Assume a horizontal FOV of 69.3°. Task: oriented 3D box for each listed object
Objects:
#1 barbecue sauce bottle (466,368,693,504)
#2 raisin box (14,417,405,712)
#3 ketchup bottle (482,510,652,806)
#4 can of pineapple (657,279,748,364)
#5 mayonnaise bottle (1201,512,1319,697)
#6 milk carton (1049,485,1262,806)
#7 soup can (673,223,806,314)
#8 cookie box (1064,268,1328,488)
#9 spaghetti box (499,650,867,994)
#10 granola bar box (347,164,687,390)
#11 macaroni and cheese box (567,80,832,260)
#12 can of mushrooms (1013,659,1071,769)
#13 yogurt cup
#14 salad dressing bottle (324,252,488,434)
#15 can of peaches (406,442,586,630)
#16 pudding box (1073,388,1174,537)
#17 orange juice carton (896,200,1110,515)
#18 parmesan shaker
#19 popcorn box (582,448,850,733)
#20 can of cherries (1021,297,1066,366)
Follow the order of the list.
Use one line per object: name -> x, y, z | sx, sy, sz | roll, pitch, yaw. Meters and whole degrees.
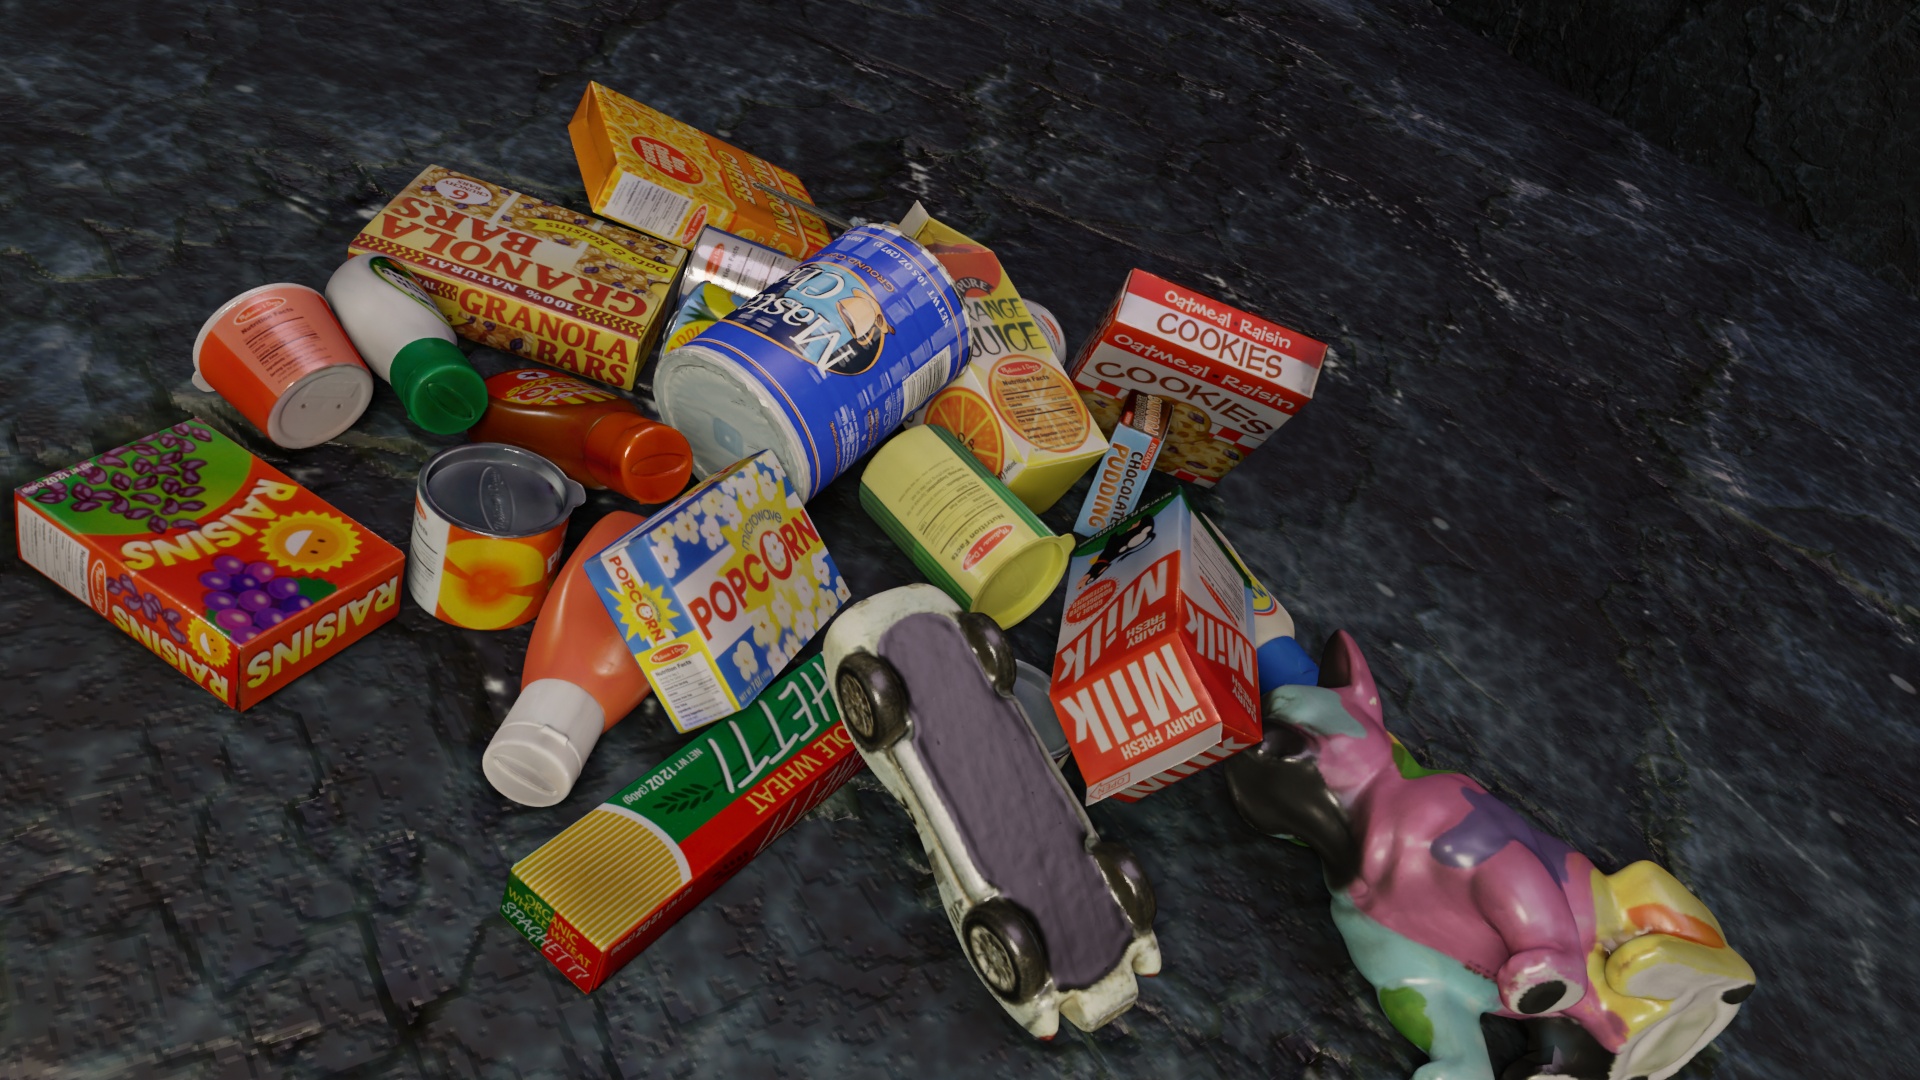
barbecue sauce bottle -> -0.182, -0.051, 0.671 | 0.065, 0.043, 0.148 | -14, 23, -39
raisin box -> -0.309, 0.007, 0.577 | 0.123, 0.039, 0.086 | 30, 35, 12
ketchup bottle -> -0.158, 0.049, 0.601 | 0.064, 0.043, 0.149 | 35, 33, -13
can of pineapple -> -0.135, -0.108, 0.804 | 0.058, 0.070, 0.071 | 25, 35, 2
mayonnaise bottle -> 0.154, 0.041, 0.793 | 0.065, 0.041, 0.148 | -2, 42, -36
milk carton -> 0.096, 0.056, 0.677 | 0.073, 0.072, 0.191 | 51, 23, -17
soup can -> -0.129, -0.151, 0.868 | 0.084, 0.071, 0.072 | 19, 35, -8
cookie box -> 0.133, -0.096, 0.860 | 0.123, 0.167, 0.040 | 20, 71, -5
spaghetti box -> -0.083, 0.097, 0.596 | 0.050, 0.028, 0.251 | 36, 37, 16
granola bar box -> -0.258, -0.159, 0.825 | 0.165, 0.038, 0.125 | 17, 35, -9
macaroni and cheese box -> -0.172, -0.235, 0.939 | 0.166, 0.040, 0.124 | 16, 32, -36
can of mushrooms -> 0.023, 0.090, 0.662 | 0.071, 0.033, 0.071 | 15, 35, -11
yogurt cup -> -0.321, -0.081, 0.667 | 0.054, 0.072, 0.073 | 45, 39, 15
salad dressing bottle -> -0.278, -0.099, 0.701 | 0.148, 0.044, 0.064 | 41, -3, 44
can of peaches -> -0.211, -0.002, 0.628 | 0.071, 0.057, 0.071 | 16, 35, -11
pudding box -> 0.098, -0.043, 0.837 | 0.030, 0.083, 0.050 | 22, 35, 2
orange juice carton -> 0.001, -0.108, 0.830 | 0.073, 0.071, 0.193 | -13, 67, -41
parmesan shaker -> 0.003, -0.009, 0.750 | 0.071, 0.071, 0.103 | -14, 48, -41
popcorn box -> -0.105, 0.019, 0.626 | 0.085, 0.038, 0.127 | 62, 25, -11
can of cherries -> 0.028, -0.118, 0.914 | 0.071, 0.071, 0.059 | 28, 37, 7
